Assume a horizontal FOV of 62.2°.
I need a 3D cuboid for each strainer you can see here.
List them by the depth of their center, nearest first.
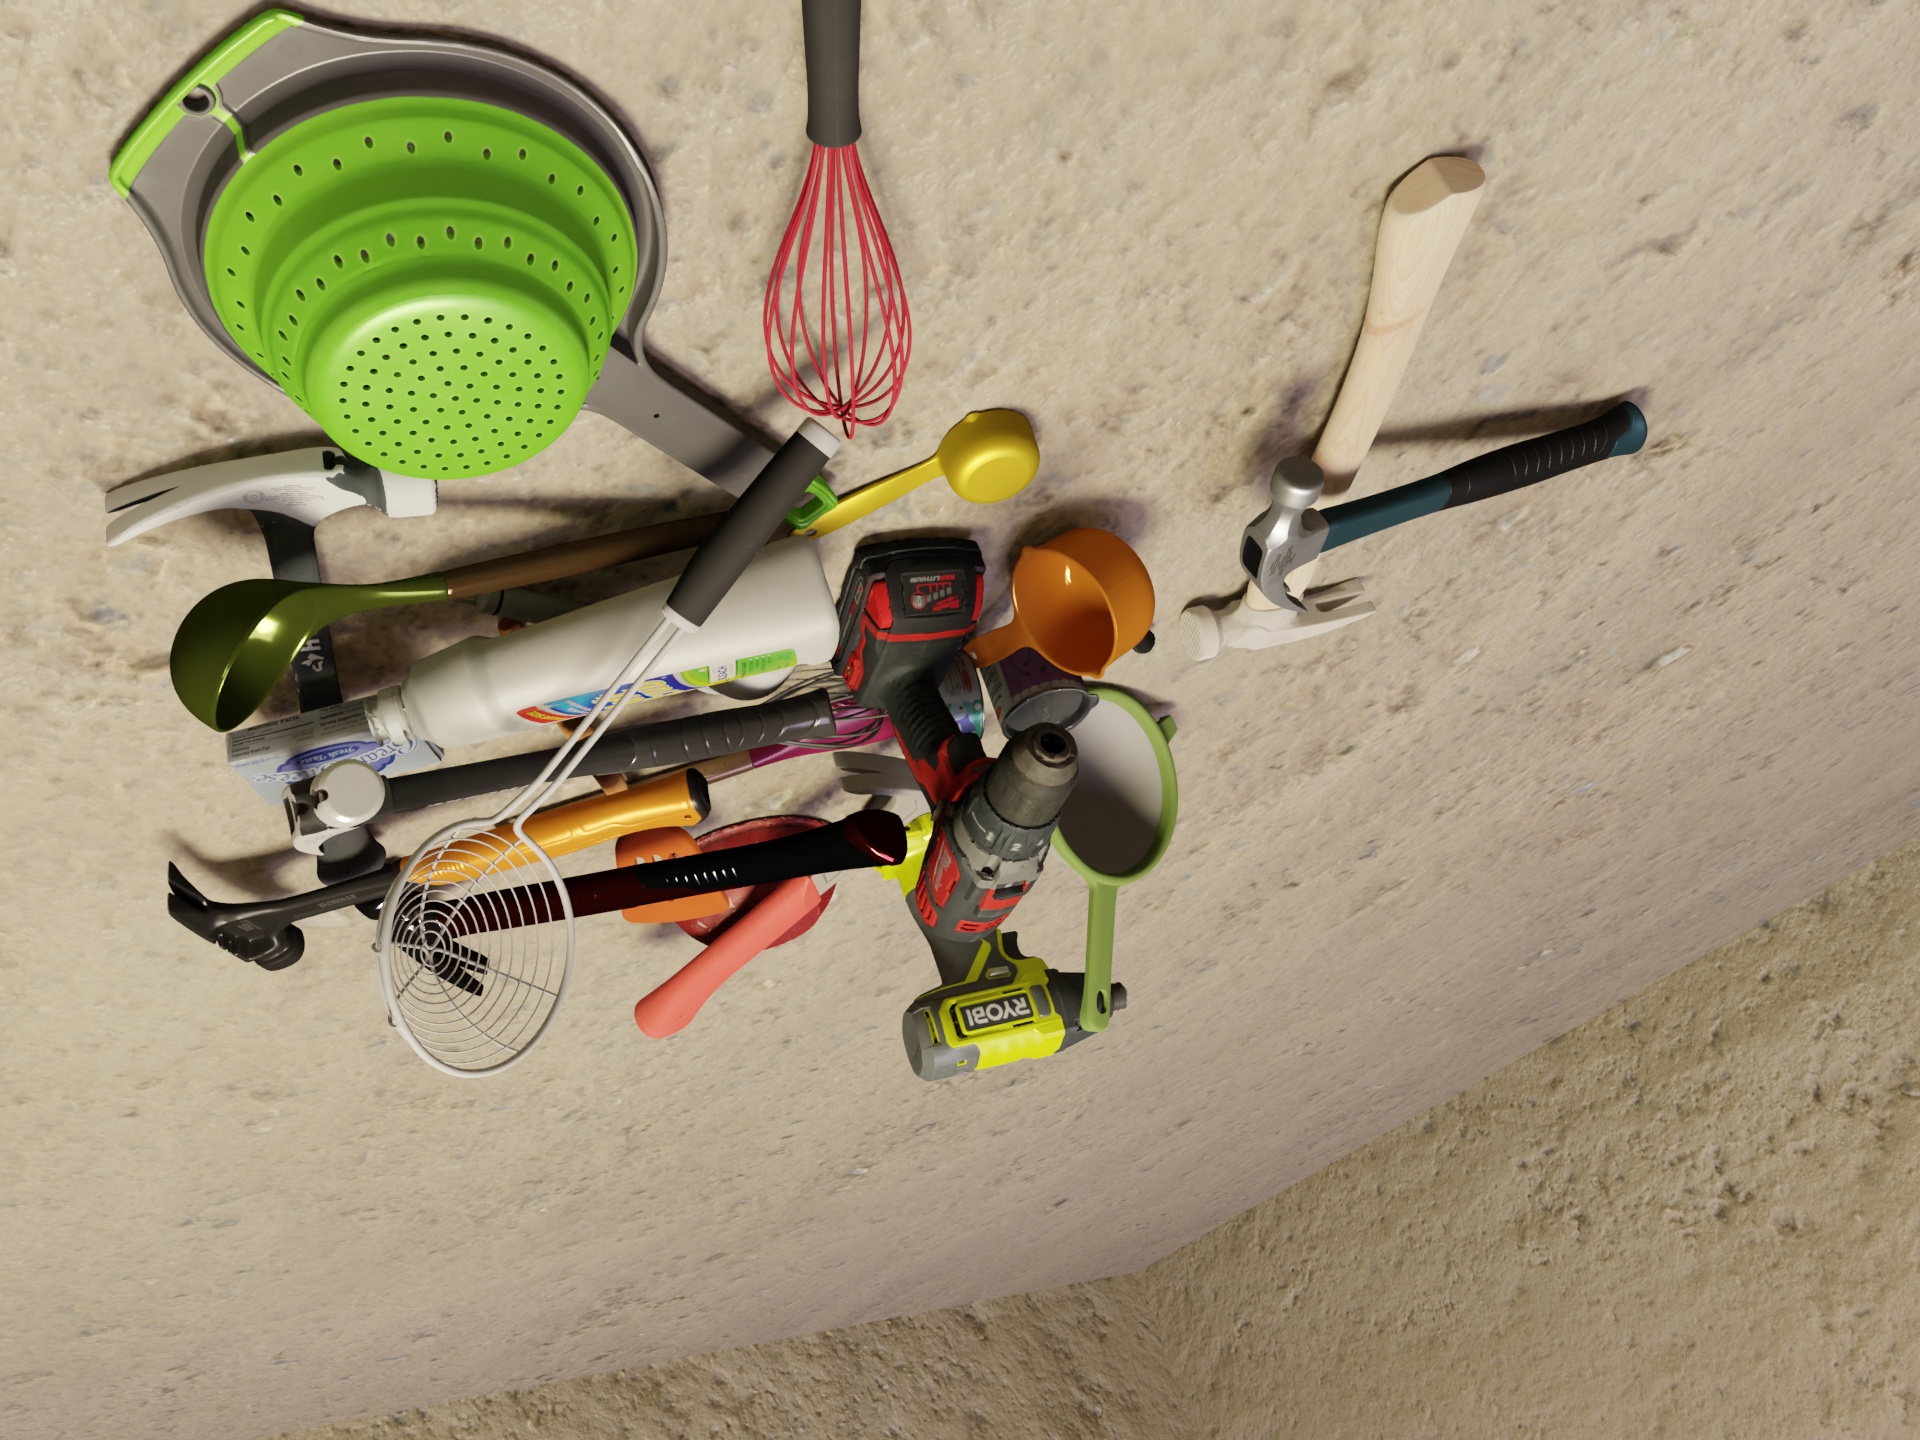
[{"bbox_3d":[-0.181,-0.049,0.948,0.258,0.050,0.087,12,130,-38],"label":"strainer"},{"bbox_3d":[0.090,0.104,1.199,0.151,0.256,0.069,14,165,-40],"label":"strainer"}]

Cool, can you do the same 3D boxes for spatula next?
[{"bbox_3d":[-0.233,0.041,1.039,0.081,0.041,0.322,-8,145,7],"label":"spatula"}]

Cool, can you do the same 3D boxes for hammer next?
[{"bbox_3d":[-0.370,-0.009,0.905,0.149,0.036,0.408,-7,149,-20],"label":"hammer"},{"bbox_3d":[-0.216,0.023,0.914,0.334,0.035,0.146,-12,176,-36],"label":"hammer"},{"bbox_3d":[0.248,-0.176,0.996,0.146,0.038,0.410,-13,150,-14],"label":"hammer"},{"bbox_3d":[-0.325,0.087,1.018,0.337,0.034,0.127,-16,152,3],"label":"hammer"},{"bbox_3d":[0.319,-0.151,1.025,0.331,0.033,0.128,-19,149,-23],"label":"hammer"},{"bbox_3d":[-0.215,0.121,1.093,0.386,0.038,0.143,-11,141,17],"label":"hammer"},{"bbox_3d":[-0.139,0.139,1.183,0.149,0.037,0.359,15,135,-45],"label":"hammer"}]

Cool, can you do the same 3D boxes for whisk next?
[{"bbox_3d":[-0.055,-0.237,0.685,0.073,0.073,0.295,-13,145,-12],"label":"whisk"},{"bbox_3d":[-0.144,0.006,1.025,0.239,0.055,0.055,-11,151,-31],"label":"whisk"}]

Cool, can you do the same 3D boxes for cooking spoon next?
[{"bbox_3d":[-0.171,0.035,1.118,0.319,0.017,0.068,-17,150,-5],"label":"cooking spoon"}]

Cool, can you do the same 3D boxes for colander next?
[{"bbox_3d":[-0.174,-0.145,0.727,0.204,0.095,0.396,-32,149,21],"label":"colander"}]

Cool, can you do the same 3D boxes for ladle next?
[{"bbox_3d":[-0.233,-0.064,0.810,0.320,0.062,0.078,-18,158,-33],"label":"ladle"}]

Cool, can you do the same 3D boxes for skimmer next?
[{"bbox_3d":[-0.162,0.011,0.795,0.363,0.090,0.127,-52,144,4],"label":"skimmer"}]

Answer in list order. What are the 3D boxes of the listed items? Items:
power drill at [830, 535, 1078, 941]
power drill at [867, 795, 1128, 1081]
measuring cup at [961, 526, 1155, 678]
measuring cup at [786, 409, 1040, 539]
[{"bbox_3d":[-0.001,-0.003,0.939,0.080,0.227,0.187,-6,149,-23],"label":"power drill"},{"bbox_3d":[0.020,0.154,1.225,0.171,0.223,0.080,-9,150,-18],"label":"power drill"},{"bbox_3d":[0.060,-0.070,1.041,0.052,0.095,0.173,-34,-174,-32],"label":"measuring cup"},{"bbox_3d":[-0.027,-0.128,0.914,0.156,0.029,0.062,-25,151,5],"label":"measuring cup"}]
